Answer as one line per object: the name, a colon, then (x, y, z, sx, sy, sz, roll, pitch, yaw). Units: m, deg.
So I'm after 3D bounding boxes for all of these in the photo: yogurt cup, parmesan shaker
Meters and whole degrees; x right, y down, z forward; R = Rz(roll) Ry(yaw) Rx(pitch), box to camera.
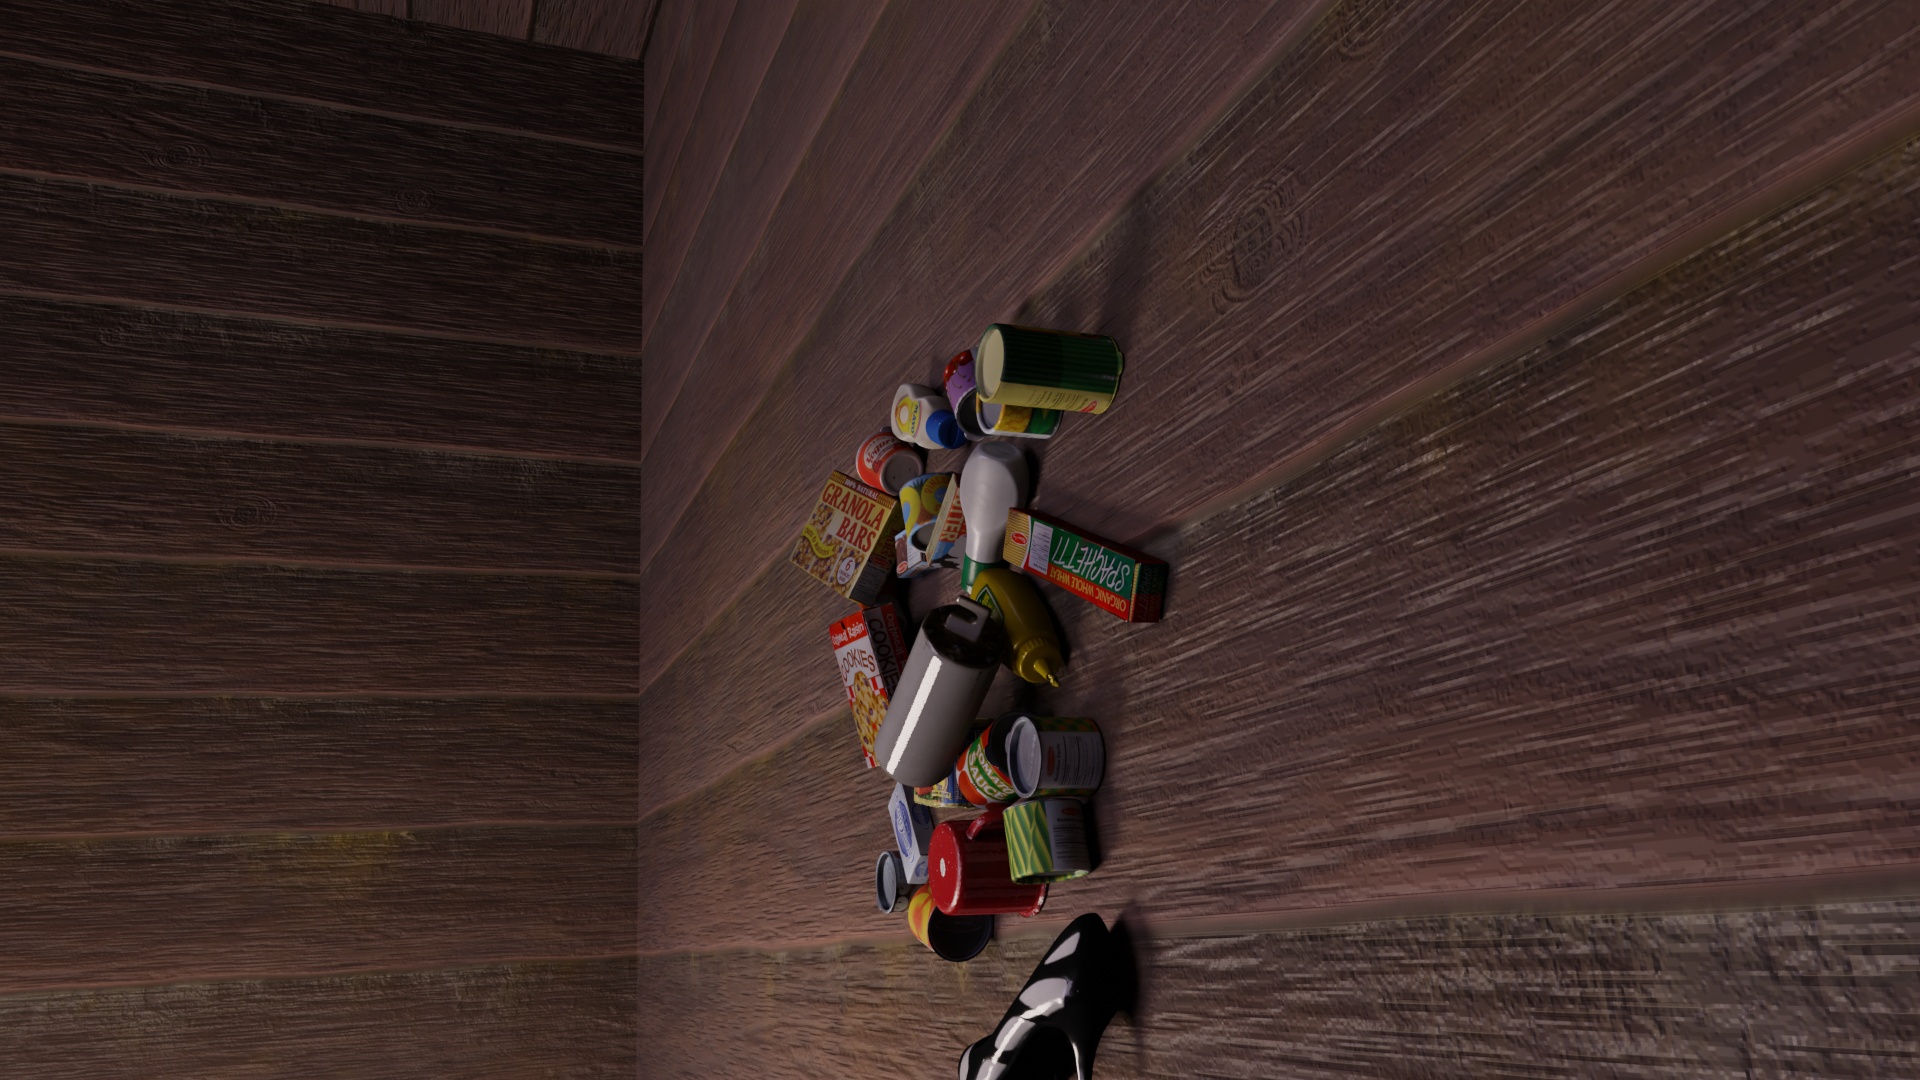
yogurt cup: (-0.076, -0.084, 1.551, 0.054, 0.072, 0.072, 38, 122, 54)
parmesan shaker: (0.072, -0.143, 1.141, 0.071, 0.103, 0.071, -175, 89, -68)

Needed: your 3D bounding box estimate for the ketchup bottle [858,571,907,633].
ketchup bottle: (-0.099, 0.055, 1.610, 0.064, 0.043, 0.149, -66, 30, 28)

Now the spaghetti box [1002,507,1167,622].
spaghetti box: (0.097, 0.017, 1.154, 0.250, 0.029, 0.050, -153, 68, -66)

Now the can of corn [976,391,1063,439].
can of corn: (0.053, -0.128, 1.245, 0.071, 0.058, 0.071, -176, 89, -68)

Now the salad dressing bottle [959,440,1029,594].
salad dressing bottle: (0.027, -0.019, 1.302, 0.064, 0.044, 0.147, 20, 120, 21)

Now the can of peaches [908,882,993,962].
can of peaches: (-0.010, 0.357, 1.318, 0.058, 0.071, 0.071, 176, 96, -68)

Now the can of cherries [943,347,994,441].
can of cherries: (0.019, -0.139, 1.316, 0.058, 0.071, 0.071, -109, 31, -44)

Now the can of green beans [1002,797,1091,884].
can of green beans: (0.071, 0.246, 1.136, 0.071, 0.071, 0.058, 133, 135, -58)

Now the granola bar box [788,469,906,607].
granola bar box: (-0.124, -0.004, 1.606, 0.166, 0.039, 0.124, 26, 90, 56)

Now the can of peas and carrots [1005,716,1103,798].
can of peas and carrots: (0.077, 0.177, 1.141, 0.071, 0.059, 0.071, -175, 89, -69)

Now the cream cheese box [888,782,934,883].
cream cheese box: (-0.050, 0.308, 1.480, 0.104, 0.024, 0.053, -110, 30, -45)

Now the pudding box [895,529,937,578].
pudding box: (-0.043, 0.009, 1.499, 0.083, 0.030, 0.050, 147, 122, -63)

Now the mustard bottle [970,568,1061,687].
mustard bottle: (0.054, 0.082, 1.225, 0.161, 0.049, 0.065, -126, 42, -57)

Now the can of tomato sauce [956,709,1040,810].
can of tomato sauce: (0.039, 0.195, 1.217, 0.082, 0.071, 0.071, 127, 140, -55)

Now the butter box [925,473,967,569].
butter box: (0.005, -0.017, 1.355, 0.024, 0.053, 0.103, -110, 32, -49)

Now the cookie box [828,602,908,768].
cookie box: (-0.089, 0.160, 1.517, 0.122, 0.040, 0.167, -30, 76, 64)

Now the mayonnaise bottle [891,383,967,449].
mayonnaise bottle: (-0.033, -0.128, 1.478, 0.148, 0.041, 0.064, -146, 64, -65)

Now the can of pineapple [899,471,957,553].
can of pineapple: (-0.025, -0.029, 1.412, 0.070, 0.071, 0.058, 122, 144, -50)

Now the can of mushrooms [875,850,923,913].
can of mushrooms: (-0.067, 0.369, 1.500, 0.071, 0.033, 0.071, -176, 89, -67)
